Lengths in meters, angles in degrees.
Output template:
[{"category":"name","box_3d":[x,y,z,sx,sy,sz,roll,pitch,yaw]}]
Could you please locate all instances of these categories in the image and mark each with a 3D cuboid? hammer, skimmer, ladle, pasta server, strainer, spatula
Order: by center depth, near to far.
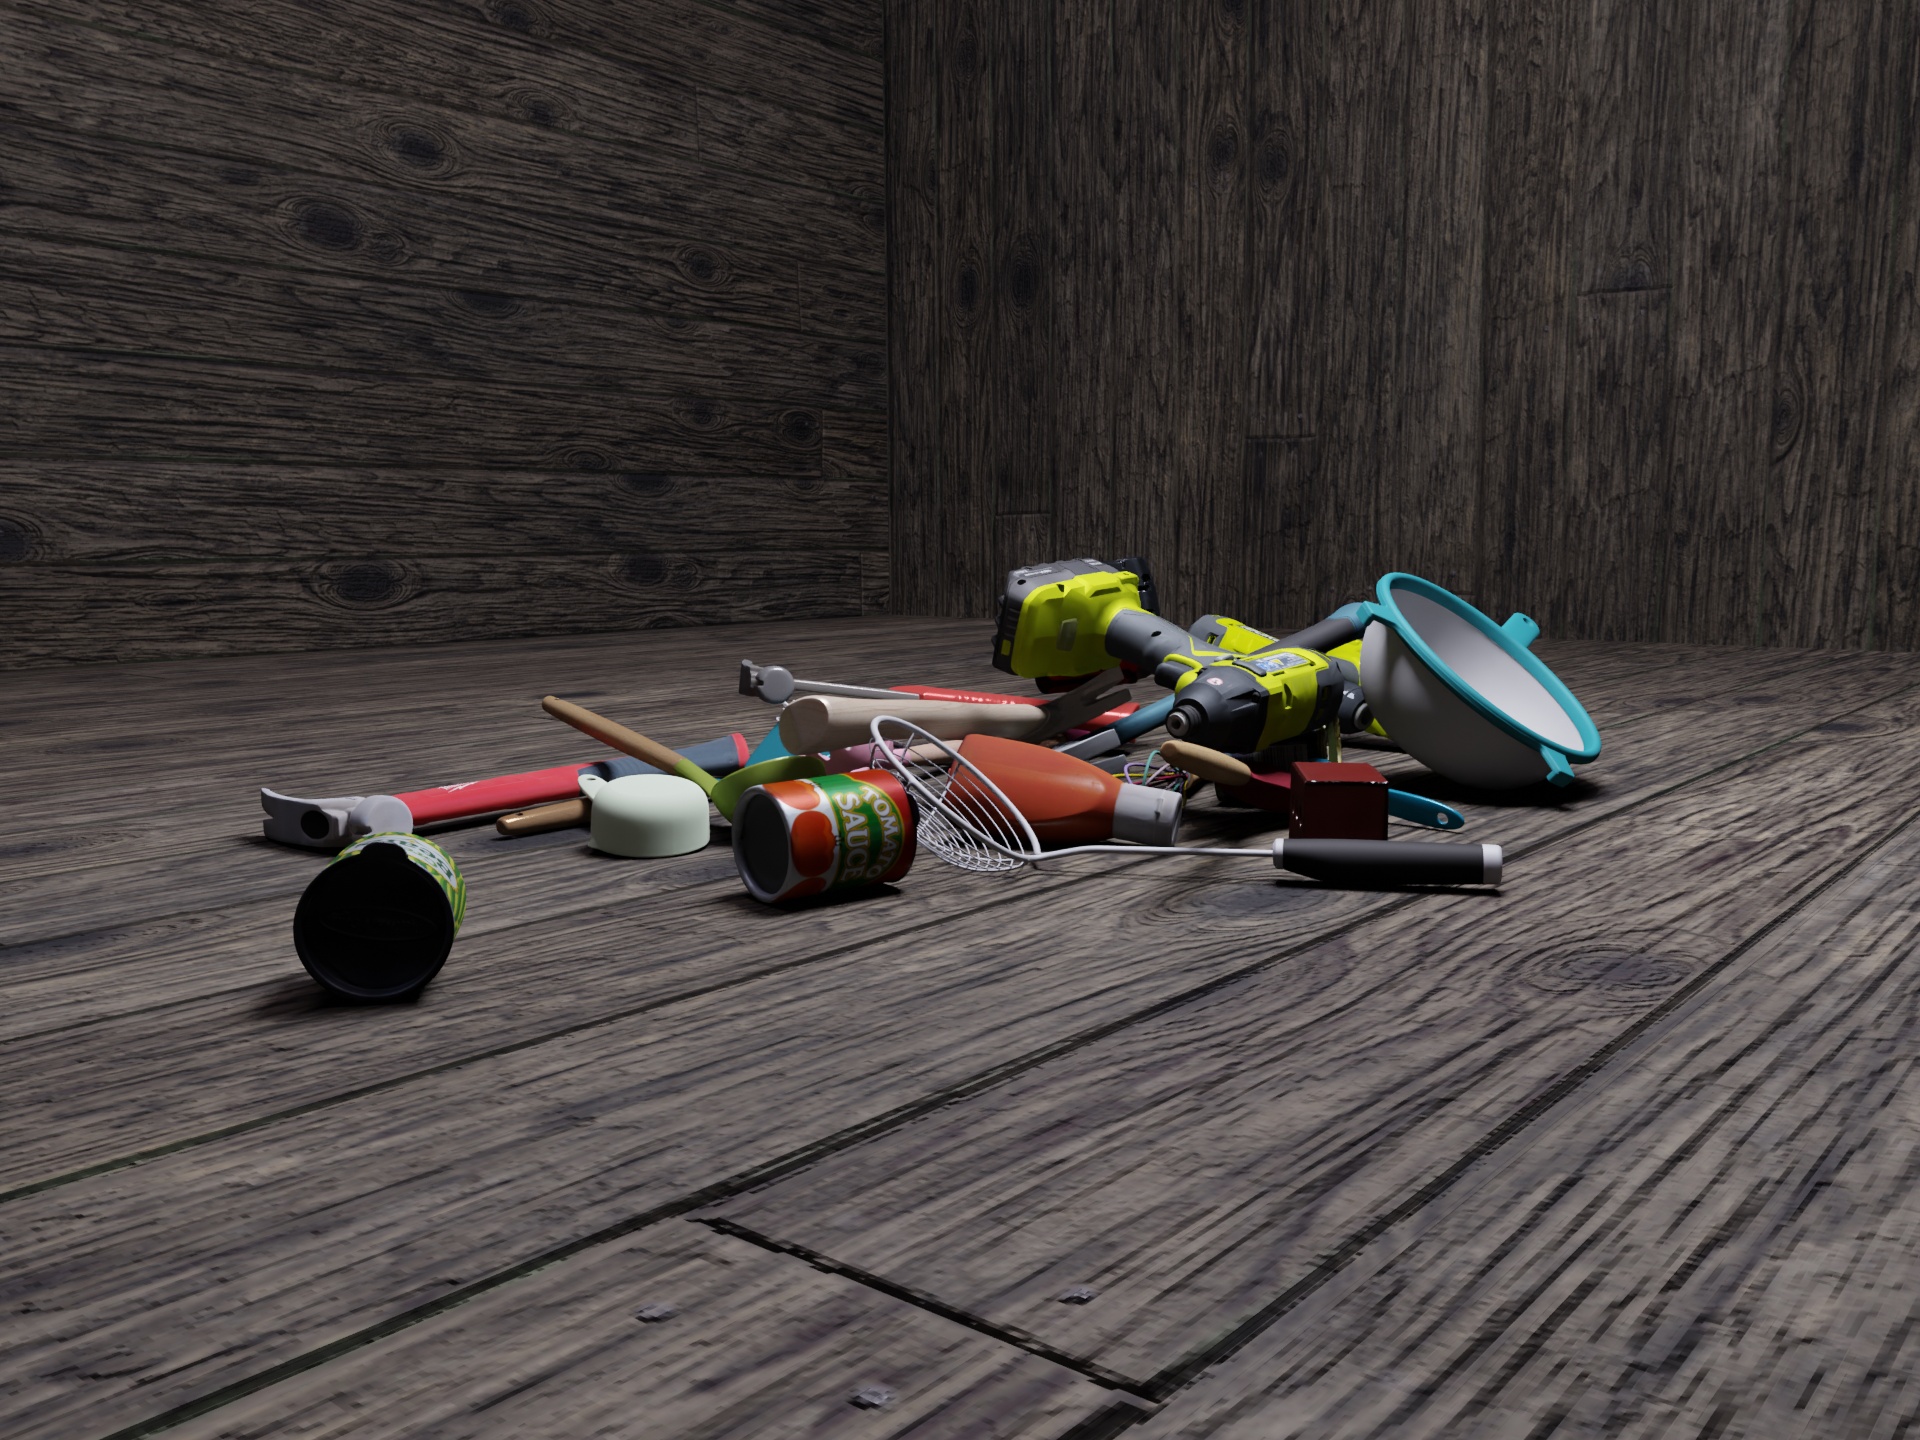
[{"category":"skimmer","box_3d":[0.124,0.046,0.923,0.363,0.090,0.127,1,4,14]},{"category":"ladle","box_3d":[0.168,0.033,0.995,0.069,0.031,0.315,13,-1,22]},{"category":"ladle","box_3d":[-0.212,0.015,1.142,0.078,0.062,0.320,2,13,-46]},{"category":"hammer","box_3d":[-0.002,-0.004,1.163,0.146,0.038,0.410,-25,-10,22]},{"category":"hammer","box_3d":[-0.311,0.047,1.178,0.143,0.038,0.386,3,7,36]},{"category":"spatula","box_3d":[-0.209,0.043,1.178,0.082,0.044,0.317,15,16,35]},{"category":"hammer","box_3d":[0.187,-0.020,1.250,0.331,0.033,0.128,-24,9,-19]},{"category":"pasta server","box_3d":[-0.038,0.022,1.287,0.060,0.040,0.316,-26,-8,21]},{"category":"strainer","box_3d":[0.415,-0.027,1.300,0.211,0.095,0.340,43,27,12]},{"category":"hammer","box_3d":[-0.015,-0.017,1.409,0.359,0.037,0.149,6,3,-15]}]

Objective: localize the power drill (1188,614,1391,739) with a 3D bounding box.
[{"category":"power drill","box_3d":[0.331,-0.028,1.397,0.228,0.080,0.191,6,16,-40]}]

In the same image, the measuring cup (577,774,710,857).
[{"category":"measuring cup","box_3d":[-0.223,0.047,1.060,0.083,0.038,0.168,-6,18,-31]}]

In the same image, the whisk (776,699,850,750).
[{"category":"whisk","box_3d":[-0.113,0.018,1.384,0.059,0.057,0.246,-37,21,-11]}]

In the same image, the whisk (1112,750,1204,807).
[{"category":"whisk","box_3d":[0.155,0.042,1.179,0.047,0.051,0.245,-4,2,19]}]

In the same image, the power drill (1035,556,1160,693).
[{"category":"power drill","box_3d":[0.124,-0.073,1.385,0.143,0.078,0.219,-9,-10,8]}]

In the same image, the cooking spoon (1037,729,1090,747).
[{"category":"cooking spoon","box_3d":[0.086,0.021,1.446,0.069,0.017,0.319,0,6,11]}]

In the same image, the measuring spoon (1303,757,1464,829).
[{"category":"measuring spoon","box_3d":[0.282,0.058,1.091,0.129,0.042,0.021,15,34,42]}]

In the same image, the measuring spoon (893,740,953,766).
[{"category":"measuring spoon","box_3d":[-0.047,0.032,1.411,0.034,0.018,0.124,0,11,-44]}]

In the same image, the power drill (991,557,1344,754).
[{"category":"power drill","box_3d":[0.136,-0.042,1.129,0.223,0.080,0.171,27,26,37]}]
